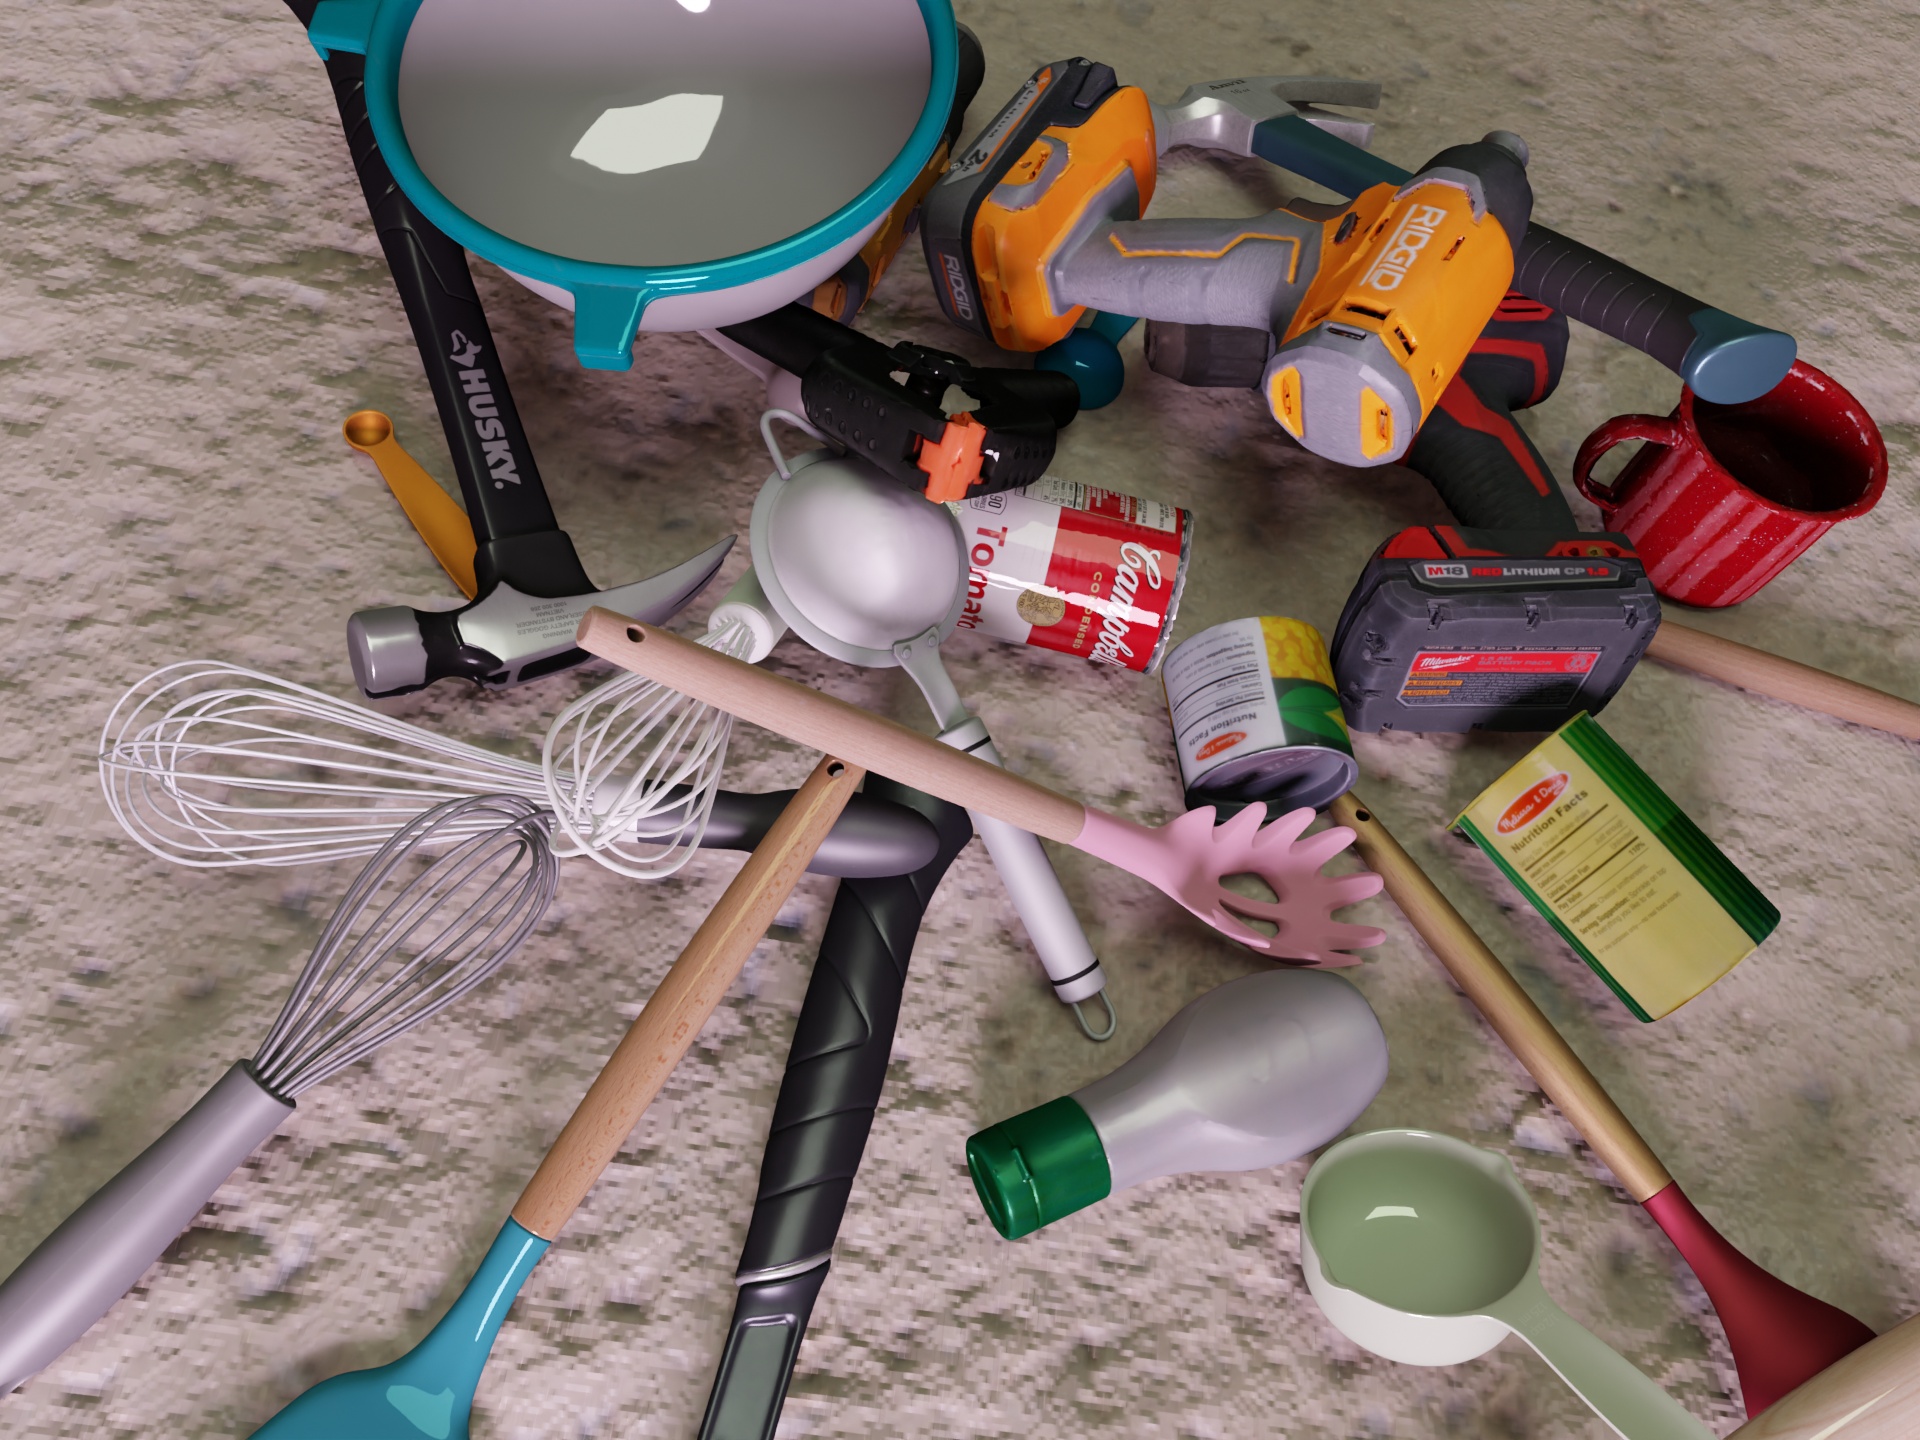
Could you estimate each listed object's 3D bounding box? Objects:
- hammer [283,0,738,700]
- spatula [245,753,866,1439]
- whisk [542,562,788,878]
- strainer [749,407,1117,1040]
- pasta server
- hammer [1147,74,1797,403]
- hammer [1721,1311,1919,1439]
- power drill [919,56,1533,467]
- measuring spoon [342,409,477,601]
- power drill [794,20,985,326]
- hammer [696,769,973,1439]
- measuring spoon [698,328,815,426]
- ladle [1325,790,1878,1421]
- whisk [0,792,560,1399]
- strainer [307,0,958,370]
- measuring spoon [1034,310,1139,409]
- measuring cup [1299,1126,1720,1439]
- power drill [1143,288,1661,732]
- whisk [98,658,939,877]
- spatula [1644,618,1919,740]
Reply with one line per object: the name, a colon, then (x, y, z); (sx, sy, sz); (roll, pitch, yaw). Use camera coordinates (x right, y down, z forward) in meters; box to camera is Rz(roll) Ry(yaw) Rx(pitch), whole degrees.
hammer: (-0.201, -0.173, 0.625); (0.146, 0.035, 0.335); (-13, 74, -29)
spatula: (-0.117, 0.133, 0.485); (0.082, 0.044, 0.317); (31, 77, 11)
whisk: (-0.080, -0.026, 0.560); (0.059, 0.058, 0.246); (48, 32, -14)
strainer: (-0.001, -0.002, 0.567); (0.087, 0.050, 0.258); (-28, 94, -33)
pasta server: (0.022, 0.023, 0.533); (0.316, 0.040, 0.060); (23, 56, -29)
hammer: (0.217, -0.225, 0.713); (0.128, 0.033, 0.331); (-23, 47, -25)
hammer: (0.236, 0.238, 0.497); (0.410, 0.038, 0.146); (-24, 67, -14)
power drill: (0.116, -0.204, 0.662); (0.227, 0.084, 0.164); (24, 65, 28)
measuring spoon: (-0.208, -0.079, 0.631); (0.021, 0.011, 0.117); (-34, 76, -25)
power drill: (-0.107, -0.296, 0.730); (0.226, 0.084, 0.185); (27, 60, 0)
hammer: (-0.066, 0.190, 0.495); (0.149, 0.036, 0.409); (15, 59, -1)
measuring spoon: (-0.099, -0.173, 0.696); (0.124, 0.018, 0.034); (41, 62, 12)
ladle: (0.236, 0.149, 0.580); (0.069, 0.031, 0.316); (-27, 68, -22)
whisk: (-0.211, 0.112, 0.480); (0.055, 0.055, 0.239); (40, 78, 12)
strainer: (-0.057, -0.260, 0.624); (0.340, 0.095, 0.211); (-36, 72, -16)
measuring spoon: (0.076, -0.196, 0.739); (0.042, 0.021, 0.129); (29, 62, 5)
measuring cup: (0.176, 0.196, 0.496); (0.083, 0.038, 0.168); (-24, 40, -26)
power drill: (0.181, -0.108, 0.677); (0.188, 0.080, 0.227); (0, 54, -3)
whisk: (-0.148, 0.025, 0.542); (0.284, 0.070, 0.070); (6, 61, -3)
spatula: (0.398, -0.008, 0.699); (0.316, 0.018, 0.060); (17, 42, -1)
